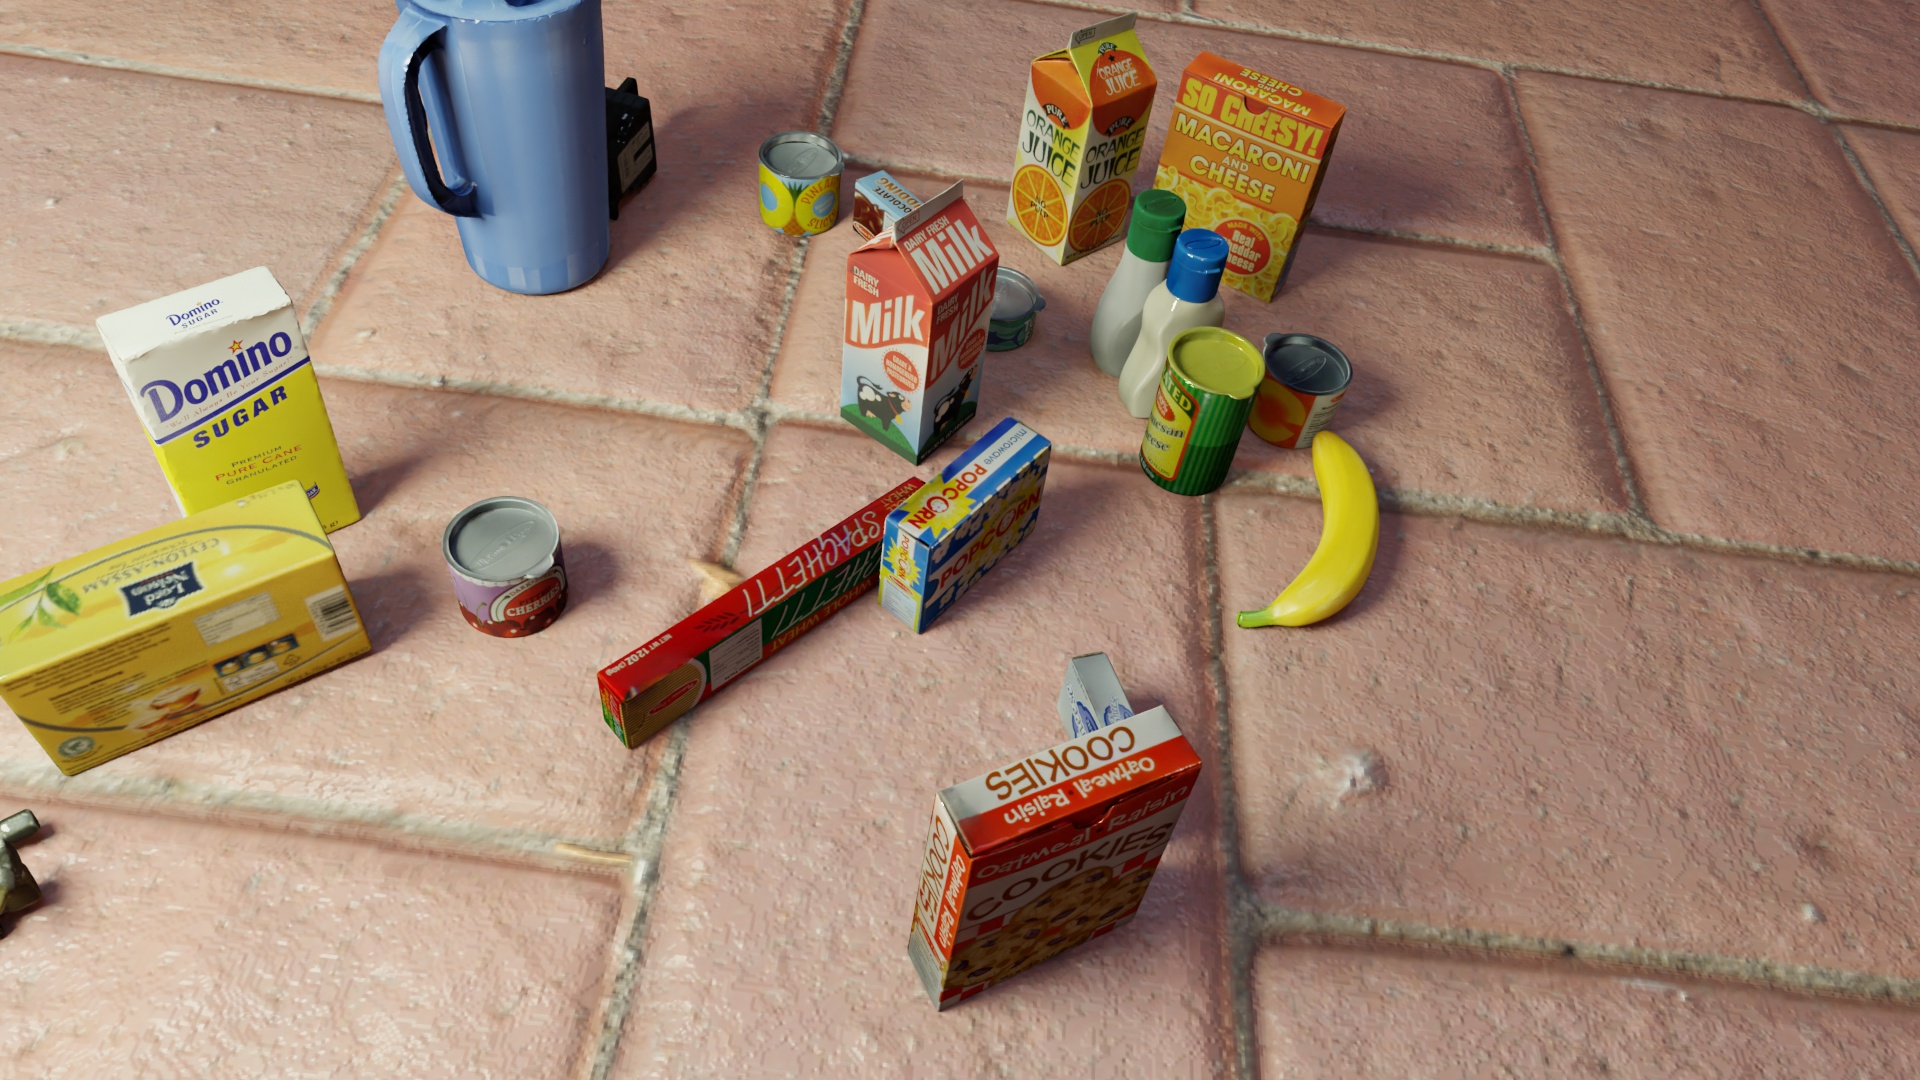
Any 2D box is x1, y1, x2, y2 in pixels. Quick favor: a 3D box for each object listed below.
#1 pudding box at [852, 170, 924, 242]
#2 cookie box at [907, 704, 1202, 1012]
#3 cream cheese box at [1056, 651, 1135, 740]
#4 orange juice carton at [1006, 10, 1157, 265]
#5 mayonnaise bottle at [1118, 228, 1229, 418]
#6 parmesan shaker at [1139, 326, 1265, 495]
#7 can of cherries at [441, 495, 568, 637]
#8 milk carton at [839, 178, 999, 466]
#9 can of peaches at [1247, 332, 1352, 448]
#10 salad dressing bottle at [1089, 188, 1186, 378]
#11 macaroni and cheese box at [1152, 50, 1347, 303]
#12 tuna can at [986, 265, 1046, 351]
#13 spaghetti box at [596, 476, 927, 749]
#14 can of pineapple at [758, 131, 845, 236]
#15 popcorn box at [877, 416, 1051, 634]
[{"bbox_3d":[-0.050,-0.252,1.110,0.030,0.049,0.084,-30,59,-29],"label":"pudding box"},{"bbox_3d":[0.042,0.160,0.686,0.123,0.166,0.040,-18,54,-22],"label":"cookie box"},{"bbox_3d":[0.087,0.121,0.802,0.024,0.053,0.104,-10,51,-16],"label":"cream cheese box"},{"bbox_3d":[0.097,-0.322,1.098,0.072,0.191,0.073,-28,58,-28],"label":"orange juice carton"},{"bbox_3d":[0.156,-0.152,0.987,0.065,0.147,0.041,-12,52,-18],"label":"mayonnaise bottle"},{"bbox_3d":[0.166,-0.086,0.961,0.071,0.102,0.072,4,49,-5],"label":"parmesan shaker"},{"bbox_3d":[-0.271,0.018,0.837,0.071,0.058,0.072,4,49,-5],"label":"can of cherries"},{"bbox_3d":[-0.029,-0.149,0.930,0.073,0.189,0.073,33,53,20],"label":"milk carton"},{"bbox_3d":[0.246,-0.111,1.025,0.071,0.057,0.071,4,49,-5],"label":"can of peaches"},{"bbox_3d":[0.132,-0.185,1.013,0.064,0.146,0.044,-23,56,-25],"label":"salad dressing bottle"},{"bbox_3d":[0.219,-0.284,1.100,0.124,0.165,0.040,27,51,15],"label":"macaroni and cheese box"},{"bbox_3d":[0.029,-0.178,1.068,0.071,0.032,0.071,4,49,-5],"label":"tuna can"},{"bbox_3d":[-0.108,0.038,0.848,0.251,0.049,0.029,-34,61,-31],"label":"spaghetti box"},{"bbox_3d":[-0.129,-0.288,1.124,0.071,0.057,0.071,4,49,-5],"label":"can of pineapple"},{"bbox_3d":[0.003,-0.011,0.884,0.038,0.084,0.127,34,53,20],"label":"popcorn box"}]
